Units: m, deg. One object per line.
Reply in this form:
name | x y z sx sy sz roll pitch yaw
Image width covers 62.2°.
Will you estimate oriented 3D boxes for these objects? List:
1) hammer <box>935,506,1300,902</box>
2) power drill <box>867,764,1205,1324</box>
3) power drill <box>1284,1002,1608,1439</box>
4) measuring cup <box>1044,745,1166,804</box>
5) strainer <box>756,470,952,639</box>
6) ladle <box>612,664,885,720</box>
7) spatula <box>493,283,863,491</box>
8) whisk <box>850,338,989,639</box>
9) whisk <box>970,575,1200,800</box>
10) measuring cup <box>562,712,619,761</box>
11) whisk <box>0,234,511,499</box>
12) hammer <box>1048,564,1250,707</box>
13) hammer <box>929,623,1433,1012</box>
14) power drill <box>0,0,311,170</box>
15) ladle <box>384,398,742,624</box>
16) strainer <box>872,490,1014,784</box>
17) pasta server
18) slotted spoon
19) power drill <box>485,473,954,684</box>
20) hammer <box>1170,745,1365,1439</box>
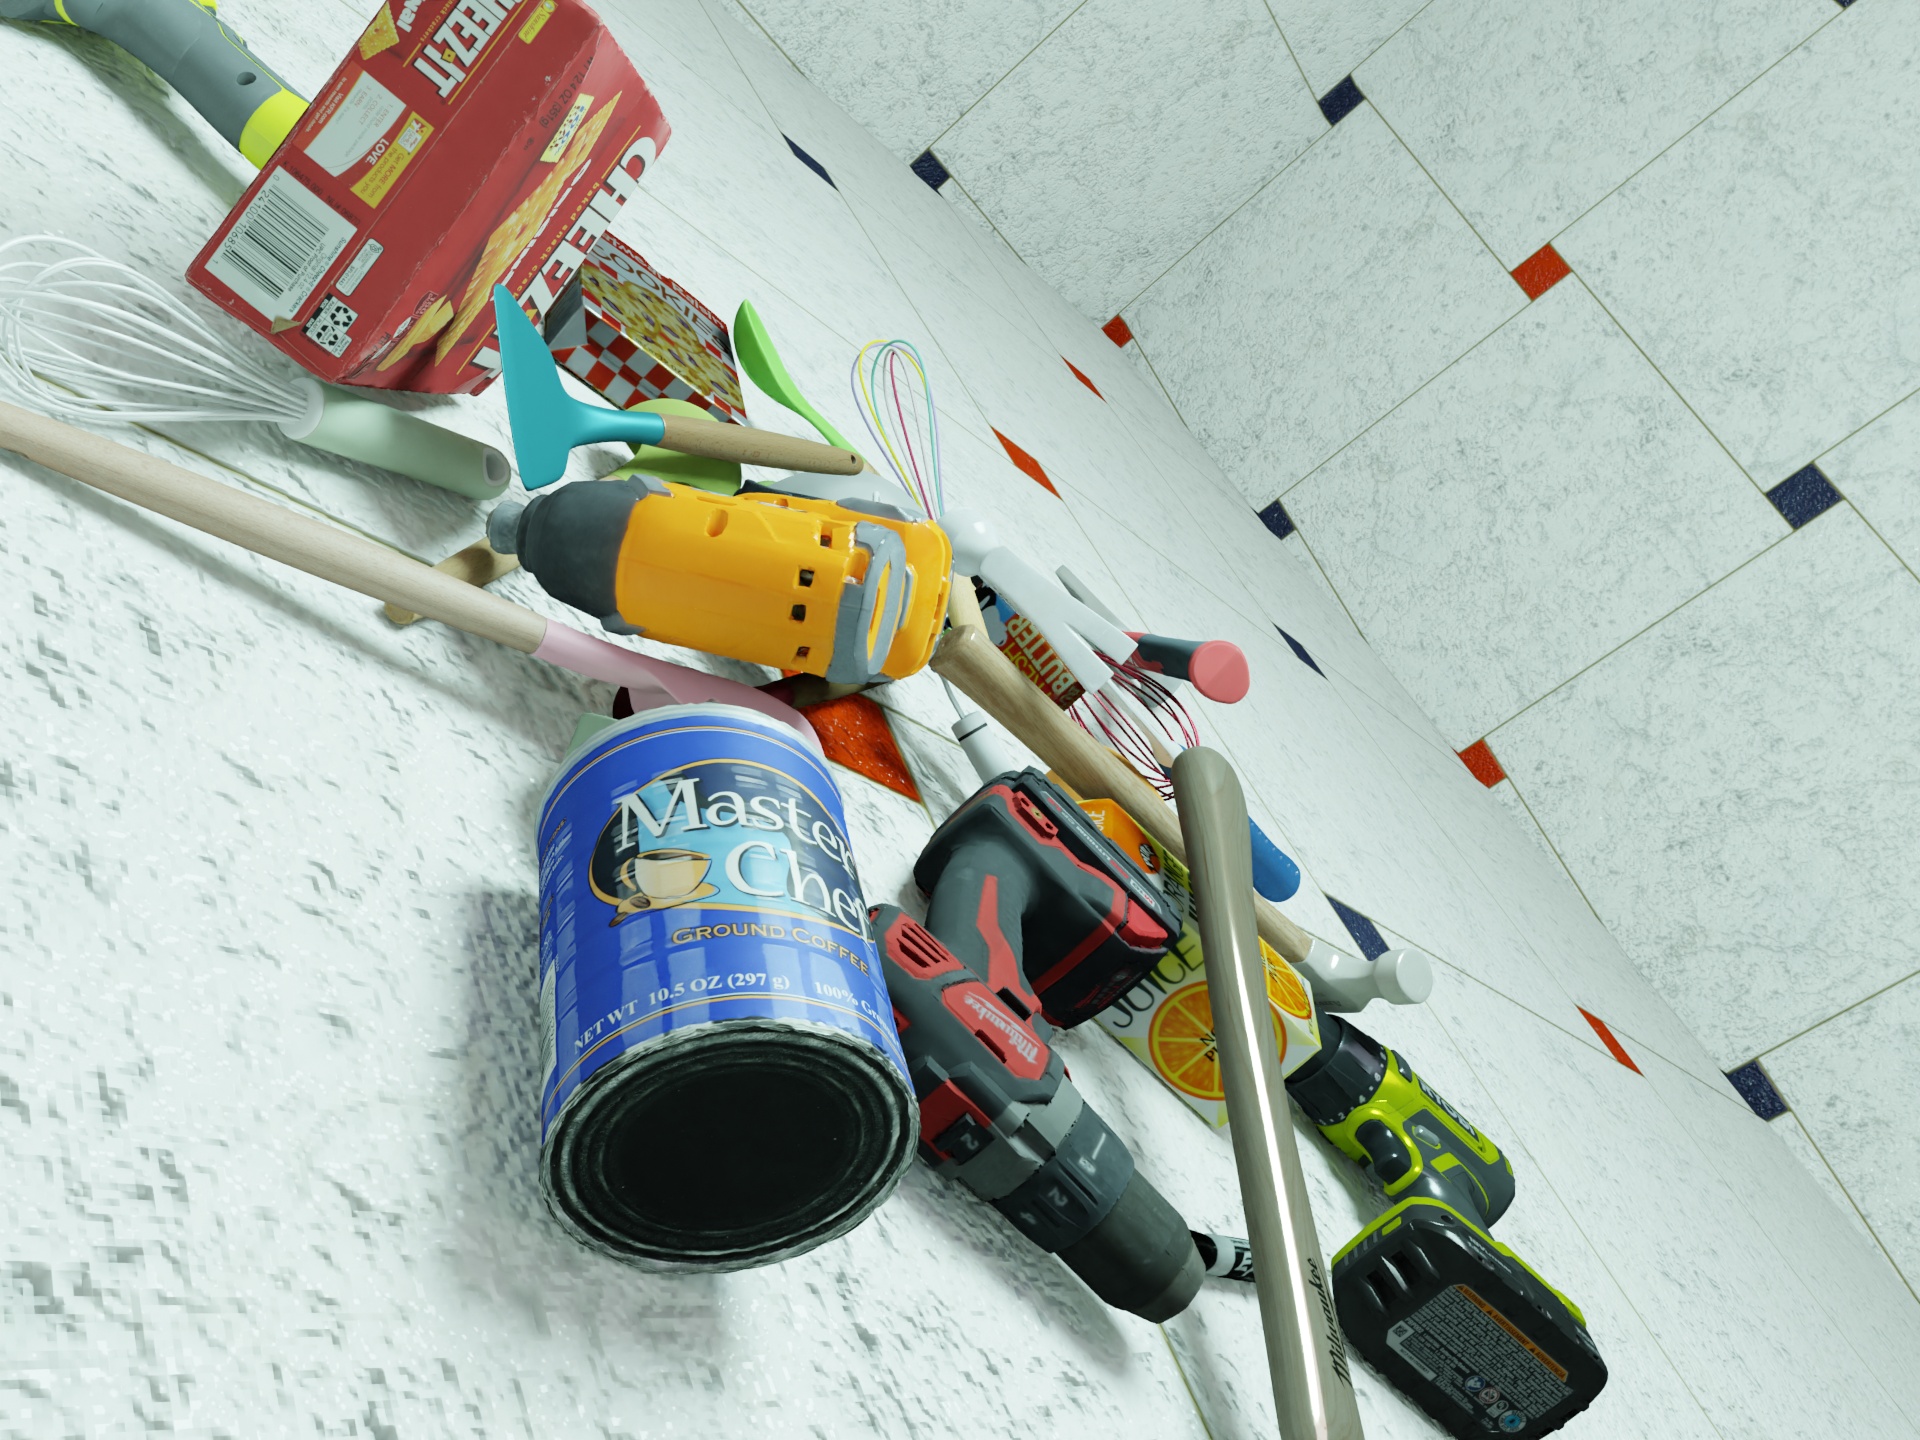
hammer | 0.125 0.019 0.969 0.144 0.035 0.405 44 1 43
power drill | 0.035 0.127 0.665 0.188 0.080 0.227 45 21 -2
power drill | 0.233 0.248 0.840 0.190 0.080 0.229 42 16 -12
measuring cup | 0.088 0.036 1.004 0.095 0.052 0.174 39 21 -20
strainer | -0.071 -0.104 0.926 0.151 0.069 0.256 48 17 6
ladle | -0.079 -0.013 0.790 0.069 0.031 0.315 47 16 6
spatula | -0.123 -0.138 0.767 0.317 0.044 0.082 -7 89 -63
whisk | -0.017 -0.146 1.064 0.047 0.051 0.245 3 68 -64
whisk | 0.071 -0.051 1.146 0.296 0.073 0.073 49 17 28
measuring cup | -0.095 0.044 0.612 0.083 0.038 0.167 17 -14 22
whisk | -0.257 -0.120 0.602 0.246 0.059 0.058 13 73 -65
hammer | 0.135 -0.059 1.166 0.143 0.038 0.386 44 1 -5
hammer | 0.108 0.062 0.872 0.331 0.130 0.031 41 58 -20
power drill | -0.341 -0.310 0.767 0.223 0.080 0.171 40 19 -9
ladle | -0.178 -0.092 0.733 0.078 0.062 0.320 46 25 -6
strainer | -0.001 -0.003 0.873 0.258 0.050 0.087 59 7 1
pasta server | -0.178 -0.033 0.568 0.316 0.060 0.040 23 72 -31
slotted spoon | -0.054 -0.152 1.080 0.313 0.031 0.070 49 12 -20
power drill | -0.092 -0.065 0.692 0.164 0.084 0.226 13 6 7
hammer | 0.121 0.157 0.663 0.146 0.038 0.411 50 25 -36
